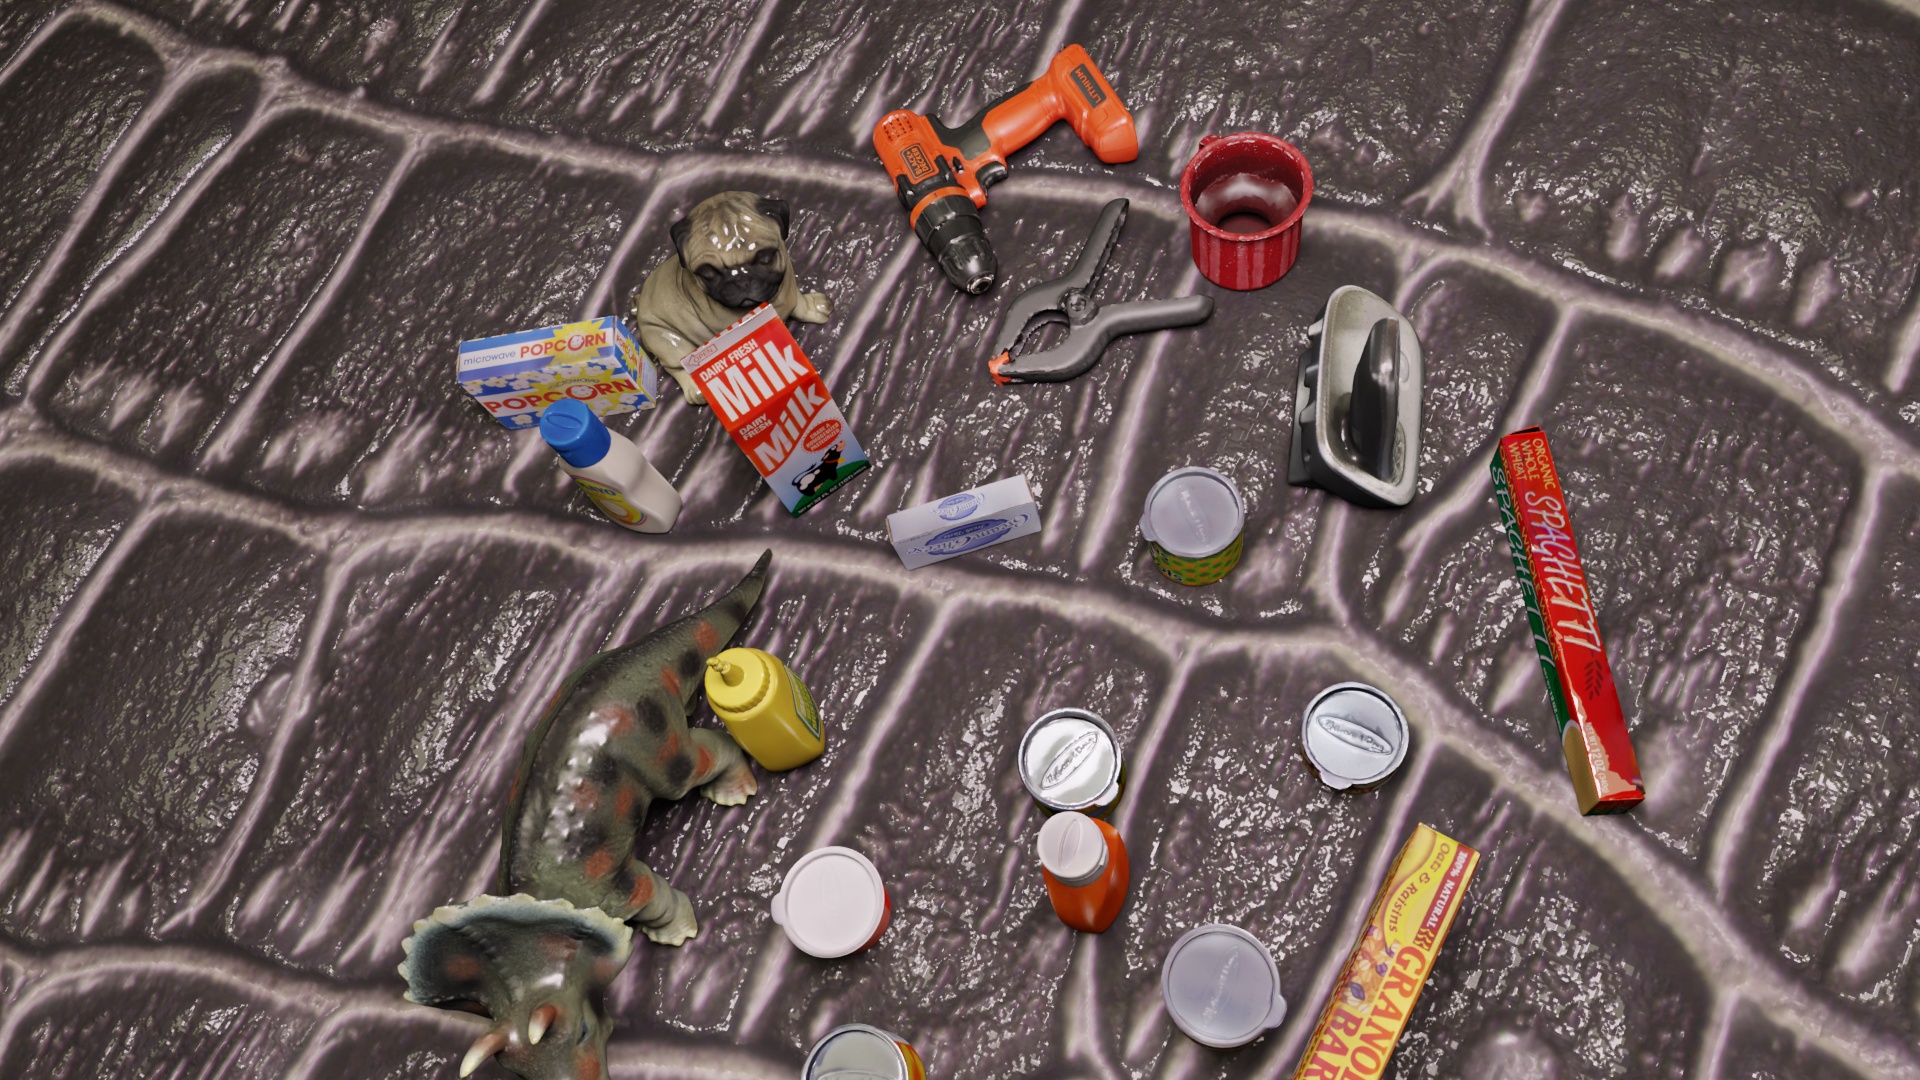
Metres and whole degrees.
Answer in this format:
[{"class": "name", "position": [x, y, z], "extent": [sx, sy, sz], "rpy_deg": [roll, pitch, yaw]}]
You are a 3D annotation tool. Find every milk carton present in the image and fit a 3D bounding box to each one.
[{"class": "milk carton", "position": [-0.131, -0.096, 0.966], "extent": [0.072, 0.190, 0.073], "rpy_deg": [-35, 66, -4]}]

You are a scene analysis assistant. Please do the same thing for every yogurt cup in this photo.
[{"class": "yogurt cup", "position": [-0.077, 0.235, 0.891], "extent": [0.072, 0.053, 0.072], "rpy_deg": [-4, 67, 9]}]

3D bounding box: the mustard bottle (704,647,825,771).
[{"class": "mustard bottle", "position": [-0.130, 0.104, 0.898], "extent": [0.049, 0.159, 0.065], "rpy_deg": [-22, 65, 1]}]

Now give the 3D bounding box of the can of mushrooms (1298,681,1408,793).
[{"class": "can of mushrooms", "position": [0.249, 0.128, 0.886], "extent": [0.071, 0.033, 0.071], "rpy_deg": [-4, 67, 9]}]

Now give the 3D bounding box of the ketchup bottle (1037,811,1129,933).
[{"class": "ketchup bottle", "position": [0.074, 0.194, 0.828], "extent": [0.043, 0.148, 0.065], "rpy_deg": [12, 70, 15]}]

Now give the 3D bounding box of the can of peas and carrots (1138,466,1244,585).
[{"class": "can of peas and carrots", "position": [0.157, -0.008, 0.947], "extent": [0.071, 0.058, 0.071], "rpy_deg": [-4, 67, 9]}]

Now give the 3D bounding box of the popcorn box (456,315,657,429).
[{"class": "popcorn box", "position": [-0.309, -0.127, 1.071], "extent": [0.127, 0.085, 0.038], "rpy_deg": [-8, 66, 7]}]

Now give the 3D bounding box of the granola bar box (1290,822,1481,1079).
[{"class": "granola bar box", "position": [0.236, 0.252, 0.786], "extent": [0.039, 0.124, 0.166], "rpy_deg": [26, 74, 19]}]

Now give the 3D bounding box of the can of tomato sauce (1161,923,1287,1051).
[{"class": "can of tomato sauce", "position": [0.155, 0.265, 0.818], "extent": [0.071, 0.083, 0.071], "rpy_deg": [-4, 67, 9]}]

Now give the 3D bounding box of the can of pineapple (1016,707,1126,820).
[{"class": "can of pineapple", "position": [0.074, 0.149, 0.897], "extent": [0.071, 0.057, 0.071], "rpy_deg": [-4, 67, 9]}]

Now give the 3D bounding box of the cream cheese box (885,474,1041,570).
[{"class": "cream cheese box", "position": [0.004, -0.012, 0.981], "extent": [0.104, 0.053, 0.024], "rpy_deg": [-17, 66, 3]}]

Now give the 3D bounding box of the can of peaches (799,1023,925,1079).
[{"class": "can of peaches", "position": [-0.058, 0.333, 0.843], "extent": [0.071, 0.058, 0.071], "rpy_deg": [-4, 67, 9]}]

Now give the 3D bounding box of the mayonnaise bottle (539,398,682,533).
[{"class": "mayonnaise bottle", "position": [-0.253, -0.052, 0.994], "extent": [0.065, 0.147, 0.041], "rpy_deg": [15, 71, 16]}]

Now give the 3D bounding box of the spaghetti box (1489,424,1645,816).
[{"class": "spaghetti box", "position": [0.383, 0.048, 0.886], "extent": [0.029, 0.050, 0.251], "rpy_deg": [-8, 66, 7]}]
